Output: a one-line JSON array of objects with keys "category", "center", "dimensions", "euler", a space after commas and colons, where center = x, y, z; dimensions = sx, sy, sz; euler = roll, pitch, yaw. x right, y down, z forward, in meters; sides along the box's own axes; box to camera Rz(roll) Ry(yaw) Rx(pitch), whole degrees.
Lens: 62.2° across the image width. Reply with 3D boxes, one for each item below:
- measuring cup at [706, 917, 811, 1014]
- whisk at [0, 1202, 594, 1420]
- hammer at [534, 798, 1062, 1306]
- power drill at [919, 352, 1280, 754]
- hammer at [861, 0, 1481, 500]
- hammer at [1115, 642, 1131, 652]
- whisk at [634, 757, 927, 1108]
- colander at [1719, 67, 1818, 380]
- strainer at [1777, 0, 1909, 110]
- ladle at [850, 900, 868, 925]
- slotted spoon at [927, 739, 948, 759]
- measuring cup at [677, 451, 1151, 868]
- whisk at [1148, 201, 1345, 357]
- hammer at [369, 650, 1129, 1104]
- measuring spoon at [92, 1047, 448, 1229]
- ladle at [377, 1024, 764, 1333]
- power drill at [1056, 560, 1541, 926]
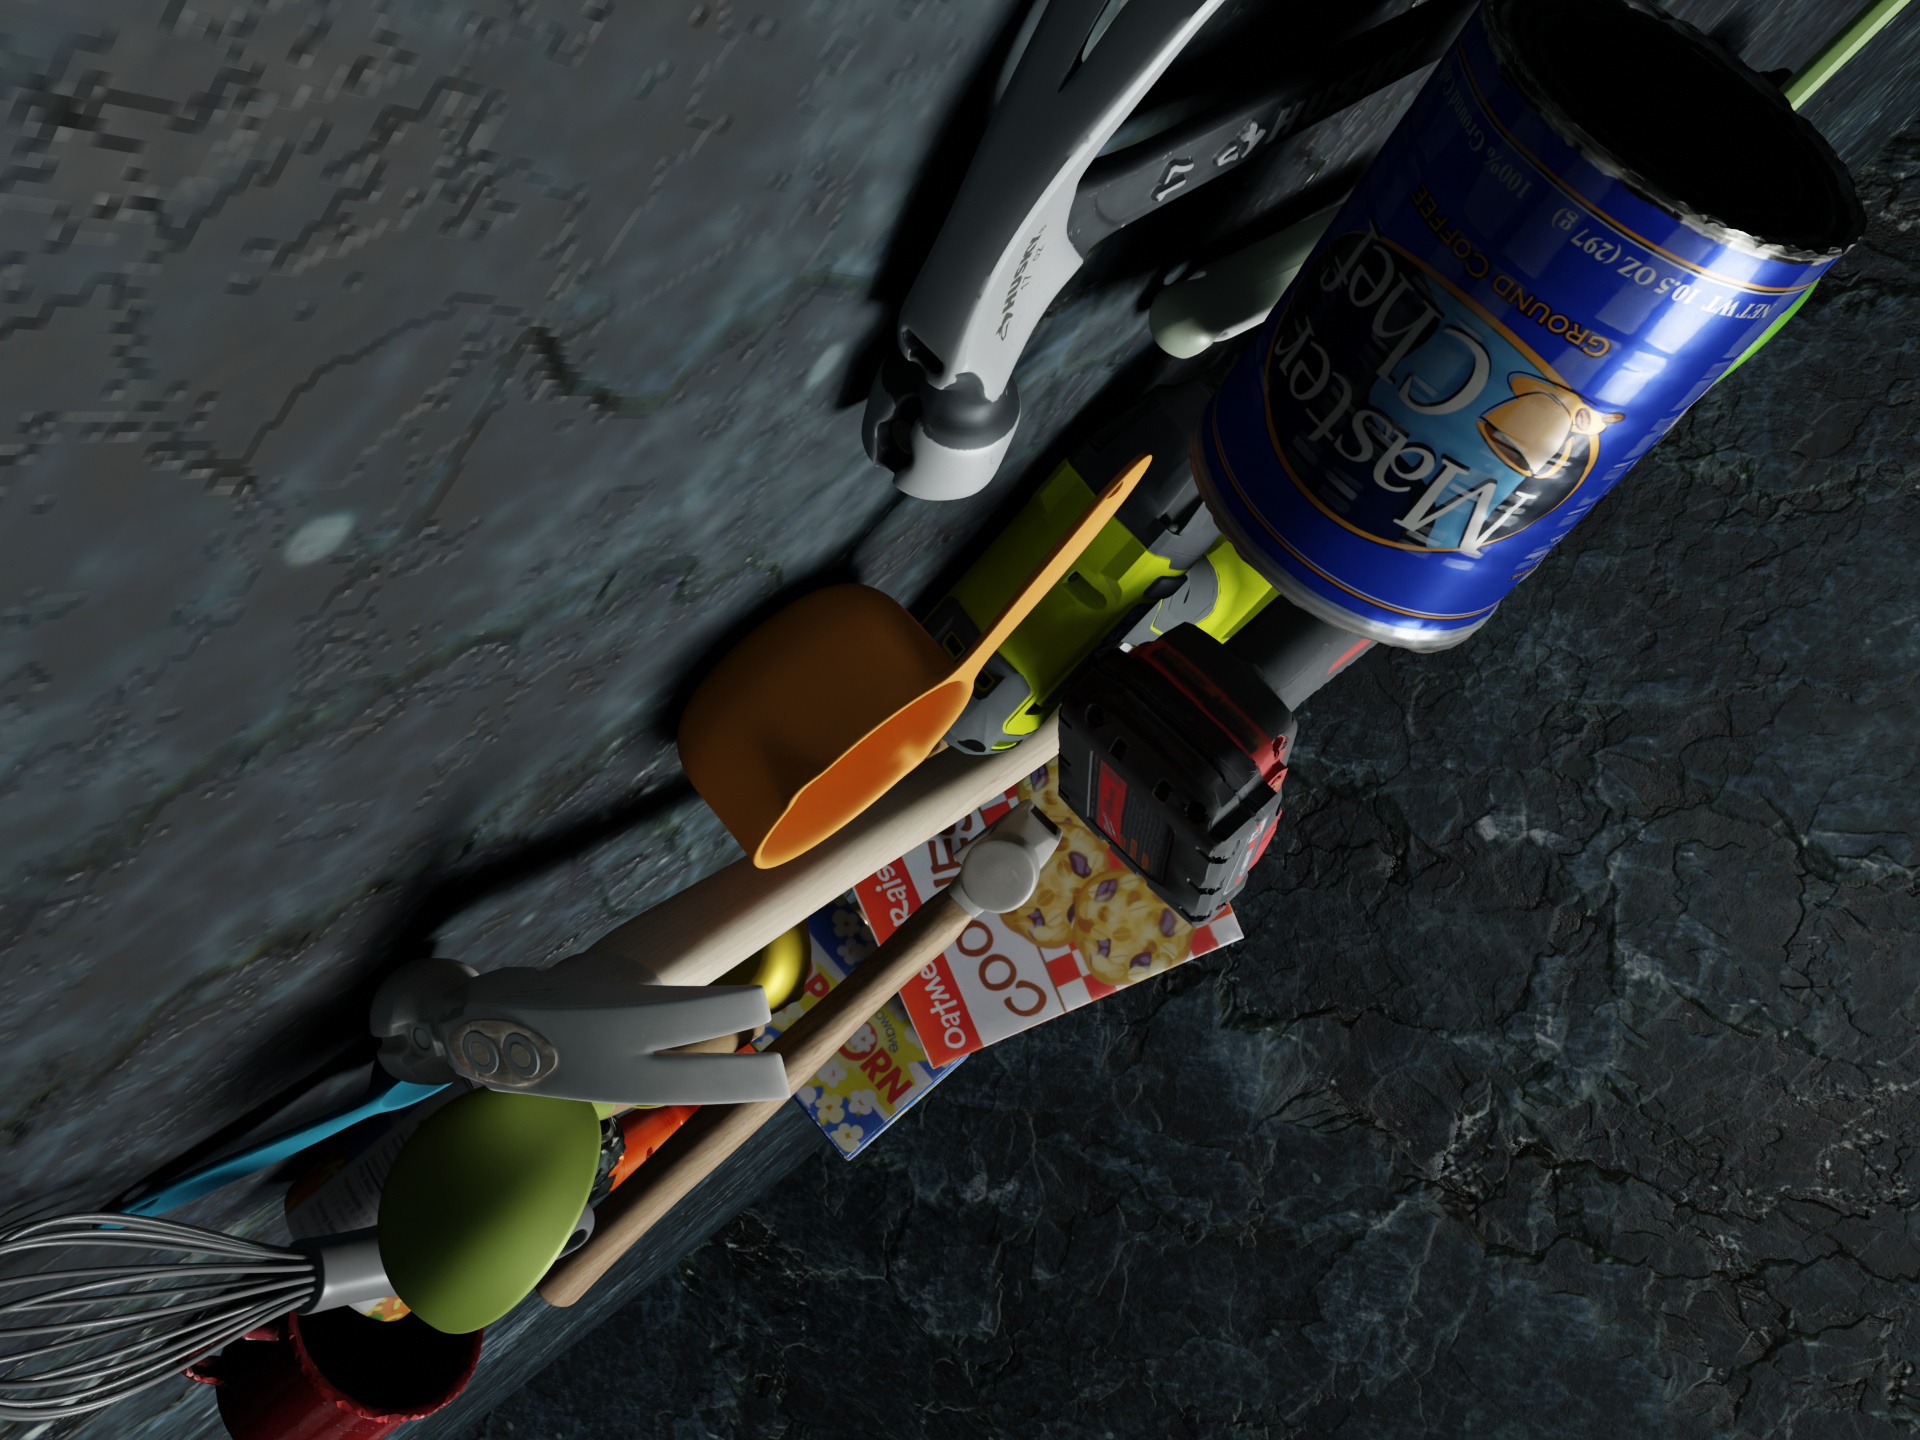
[{"category": "measuring cup", "center": [-0.070, 0.065, 0.708], "dimensions": [0.156, 0.062, 0.029], "euler": [-55, 153, 9]}, {"category": "whisk", "center": [-0.202, 0.169, 0.493], "dimensions": [0.055, 0.055, 0.238], "euler": [-45, 152, 18]}, {"category": "hammer", "center": [-0.078, 0.154, 0.723], "dimensions": [0.331, 0.031, 0.130], "euler": [-44, 178, 13]}, {"category": "power drill", "center": [0.089, -0.071, 0.635], "dimensions": [0.171, 0.080, 0.223], "euler": [-47, 165, 26]}, {"category": "hammer", "center": [0.141, -0.197, 0.428], "dimensions": [0.409, 0.036, 0.149], "euler": [-36, 167, -30]}, {"category": "hammer", "center": [0.164, -0.113, 0.838], "dimensions": [0.405, 0.035, 0.144], "euler": [-44, 169, 12]}, {"category": "whisk", "center": [-0.095, 0.103, 0.764], "dimensions": [0.245, 0.047, 0.051], "euler": [-48, 167, 17]}, {"category": "colander", "center": [0.332, -0.180, 0.803], "dimensions": [0.397, 0.094, 0.204], "euler": [-47, -178, -30]}, {"category": "strainer", "center": [0.276, -0.232, 0.641], "dimensions": [0.256, 0.069, 0.151], "euler": [-46, -178, 28]}, {"category": "ladle", "center": [-0.009, 0.093, 0.937], "dimensions": [0.315, 0.031, 0.069], "euler": [-23, 161, -27]}, {"category": "slotted spoon", "center": [-0.008, 0.049, 0.903], "dimensions": [0.070, 0.031, 0.313], "euler": [-38, 168, -7]}, {"category": "measuring cup", "center": [-0.018, -0.031, 0.481], "dimensions": [0.173, 0.052, 0.095], "euler": [-47, 168, 17]}, {"category": "whisk", "center": [0.152, -0.172, 0.543], "dimensions": [0.246, 0.059, 0.058], "euler": [-31, -167, -30]}, {"category": "hammer", "center": [-0.015, 0.035, 0.606], "dimensions": [0.146, 0.038, 0.410], "euler": [-4, -166, 32]}, {"category": "measuring spoon", "center": [-0.214, 0.125, 0.513], "dimensions": [0.128, 0.021, 0.042], "euler": [-22, 161, -36]}, {"category": "ladle", "center": [-0.120, 0.148, 0.603], "dimensions": [0.078, 0.062, 0.320], "euler": [-43, 171, 6]}, {"category": "power drill", "center": [0.145, -0.027, 0.617], "dimensions": [0.227, 0.080, 0.187], "euler": [-41, 161, -12]}]
